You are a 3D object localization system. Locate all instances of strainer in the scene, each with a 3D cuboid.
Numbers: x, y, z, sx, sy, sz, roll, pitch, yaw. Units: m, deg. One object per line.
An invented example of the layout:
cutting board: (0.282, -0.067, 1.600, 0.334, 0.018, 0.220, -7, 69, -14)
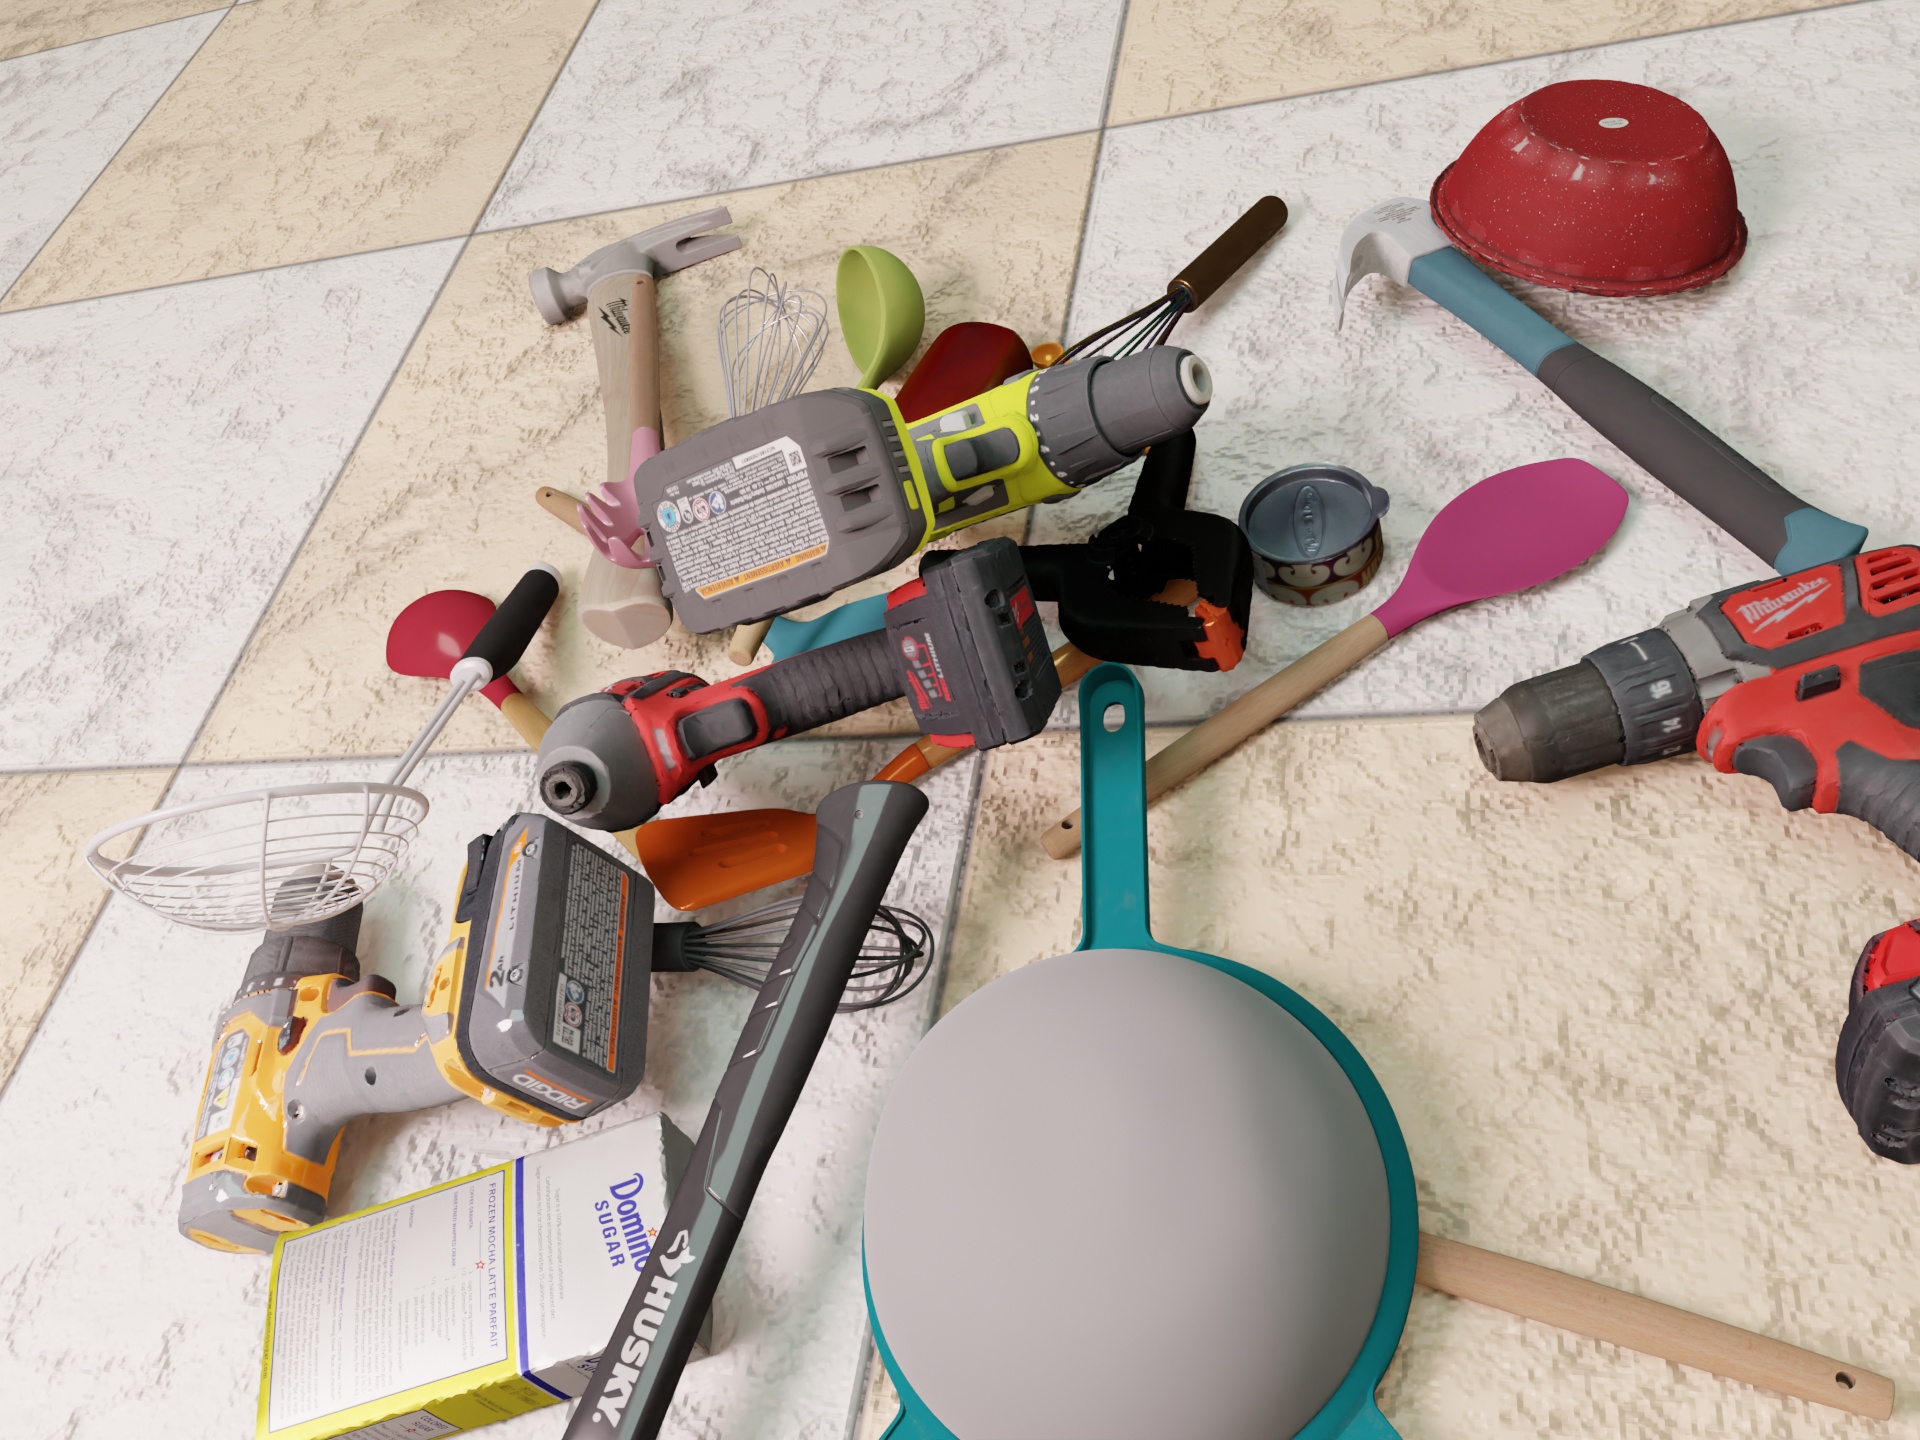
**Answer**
strainer: (0.048, 0.108, 0.588, 0.211, 0.095, 0.341, -10, 58, 19)

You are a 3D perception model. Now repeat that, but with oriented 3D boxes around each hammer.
hammer: (0.300, -0.167, 0.769, 0.128, 0.033, 0.331, -21, 49, -16)
hammer: (-0.083, 0.169, 0.597, 0.146, 0.035, 0.335, 11, 62, 23)
hammer: (-0.189, -0.189, 0.958, 0.146, 0.038, 0.411, -19, 44, 4)

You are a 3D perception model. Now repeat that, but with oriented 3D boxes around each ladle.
ladle: (-0.081, -0.151, 0.868, 0.062, 0.078, 0.320, 15, 51, 3)
ladle: (-0.227, 0.006, 0.848, 0.069, 0.031, 0.316, -39, 51, -17)

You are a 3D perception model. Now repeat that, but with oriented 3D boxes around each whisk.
whisk: (-0.123, 0.105, 0.718, 0.239, 0.055, 0.055, -4, 52, 24)
whisk: (-0.119, -0.162, 0.896, 0.070, 0.070, 0.285, -10, 46, 13)
whisk: (0.112, -0.221, 0.887, 0.047, 0.051, 0.245, 45, 63, -2)

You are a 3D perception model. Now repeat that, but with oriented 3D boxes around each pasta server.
pasta server: (-0.178, -0.179, 0.892, 0.060, 0.040, 0.317, -8, 43, -4)

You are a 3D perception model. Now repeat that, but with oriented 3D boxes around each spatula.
spatula: (-0.001, -0.002, 0.757, 0.322, 0.041, 0.081, -32, 34, -8)
spatula: (-0.148, -0.086, 0.879, 0.318, 0.044, 0.082, 28, 63, 37)
spatula: (0.149, 0.188, 0.563, 0.316, 0.018, 0.060, 9, 60, 28)

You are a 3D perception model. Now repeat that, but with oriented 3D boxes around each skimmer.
skimmer: (-0.269, -0.017, 0.757, 0.127, 0.090, 0.364, -18, 27, 15)

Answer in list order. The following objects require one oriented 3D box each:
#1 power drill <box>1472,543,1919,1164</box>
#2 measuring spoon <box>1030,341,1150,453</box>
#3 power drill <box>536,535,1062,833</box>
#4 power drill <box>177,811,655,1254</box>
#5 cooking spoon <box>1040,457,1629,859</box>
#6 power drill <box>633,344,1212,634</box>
power drill: (0.313, 0.040, 0.583, 0.188, 0.080, 0.227, -18, 46, 7)
measuring spoon: (0.075, -0.180, 0.893, 0.021, 0.011, 0.117, -31, 52, -11)
power drill: (-0.074, -0.008, 0.686, 0.219, 0.078, 0.143, -17, 7, 11)
power drill: (-0.245, 0.118, 0.707, 0.226, 0.084, 0.186, -25, 47, 23)
cooking spoon: (0.170, -0.029, 0.728, 0.319, 0.017, 0.069, -33, 52, -7)
power drill: (-0.011, -0.113, 0.709, 0.190, 0.080, 0.228, -13, 8, 39)
